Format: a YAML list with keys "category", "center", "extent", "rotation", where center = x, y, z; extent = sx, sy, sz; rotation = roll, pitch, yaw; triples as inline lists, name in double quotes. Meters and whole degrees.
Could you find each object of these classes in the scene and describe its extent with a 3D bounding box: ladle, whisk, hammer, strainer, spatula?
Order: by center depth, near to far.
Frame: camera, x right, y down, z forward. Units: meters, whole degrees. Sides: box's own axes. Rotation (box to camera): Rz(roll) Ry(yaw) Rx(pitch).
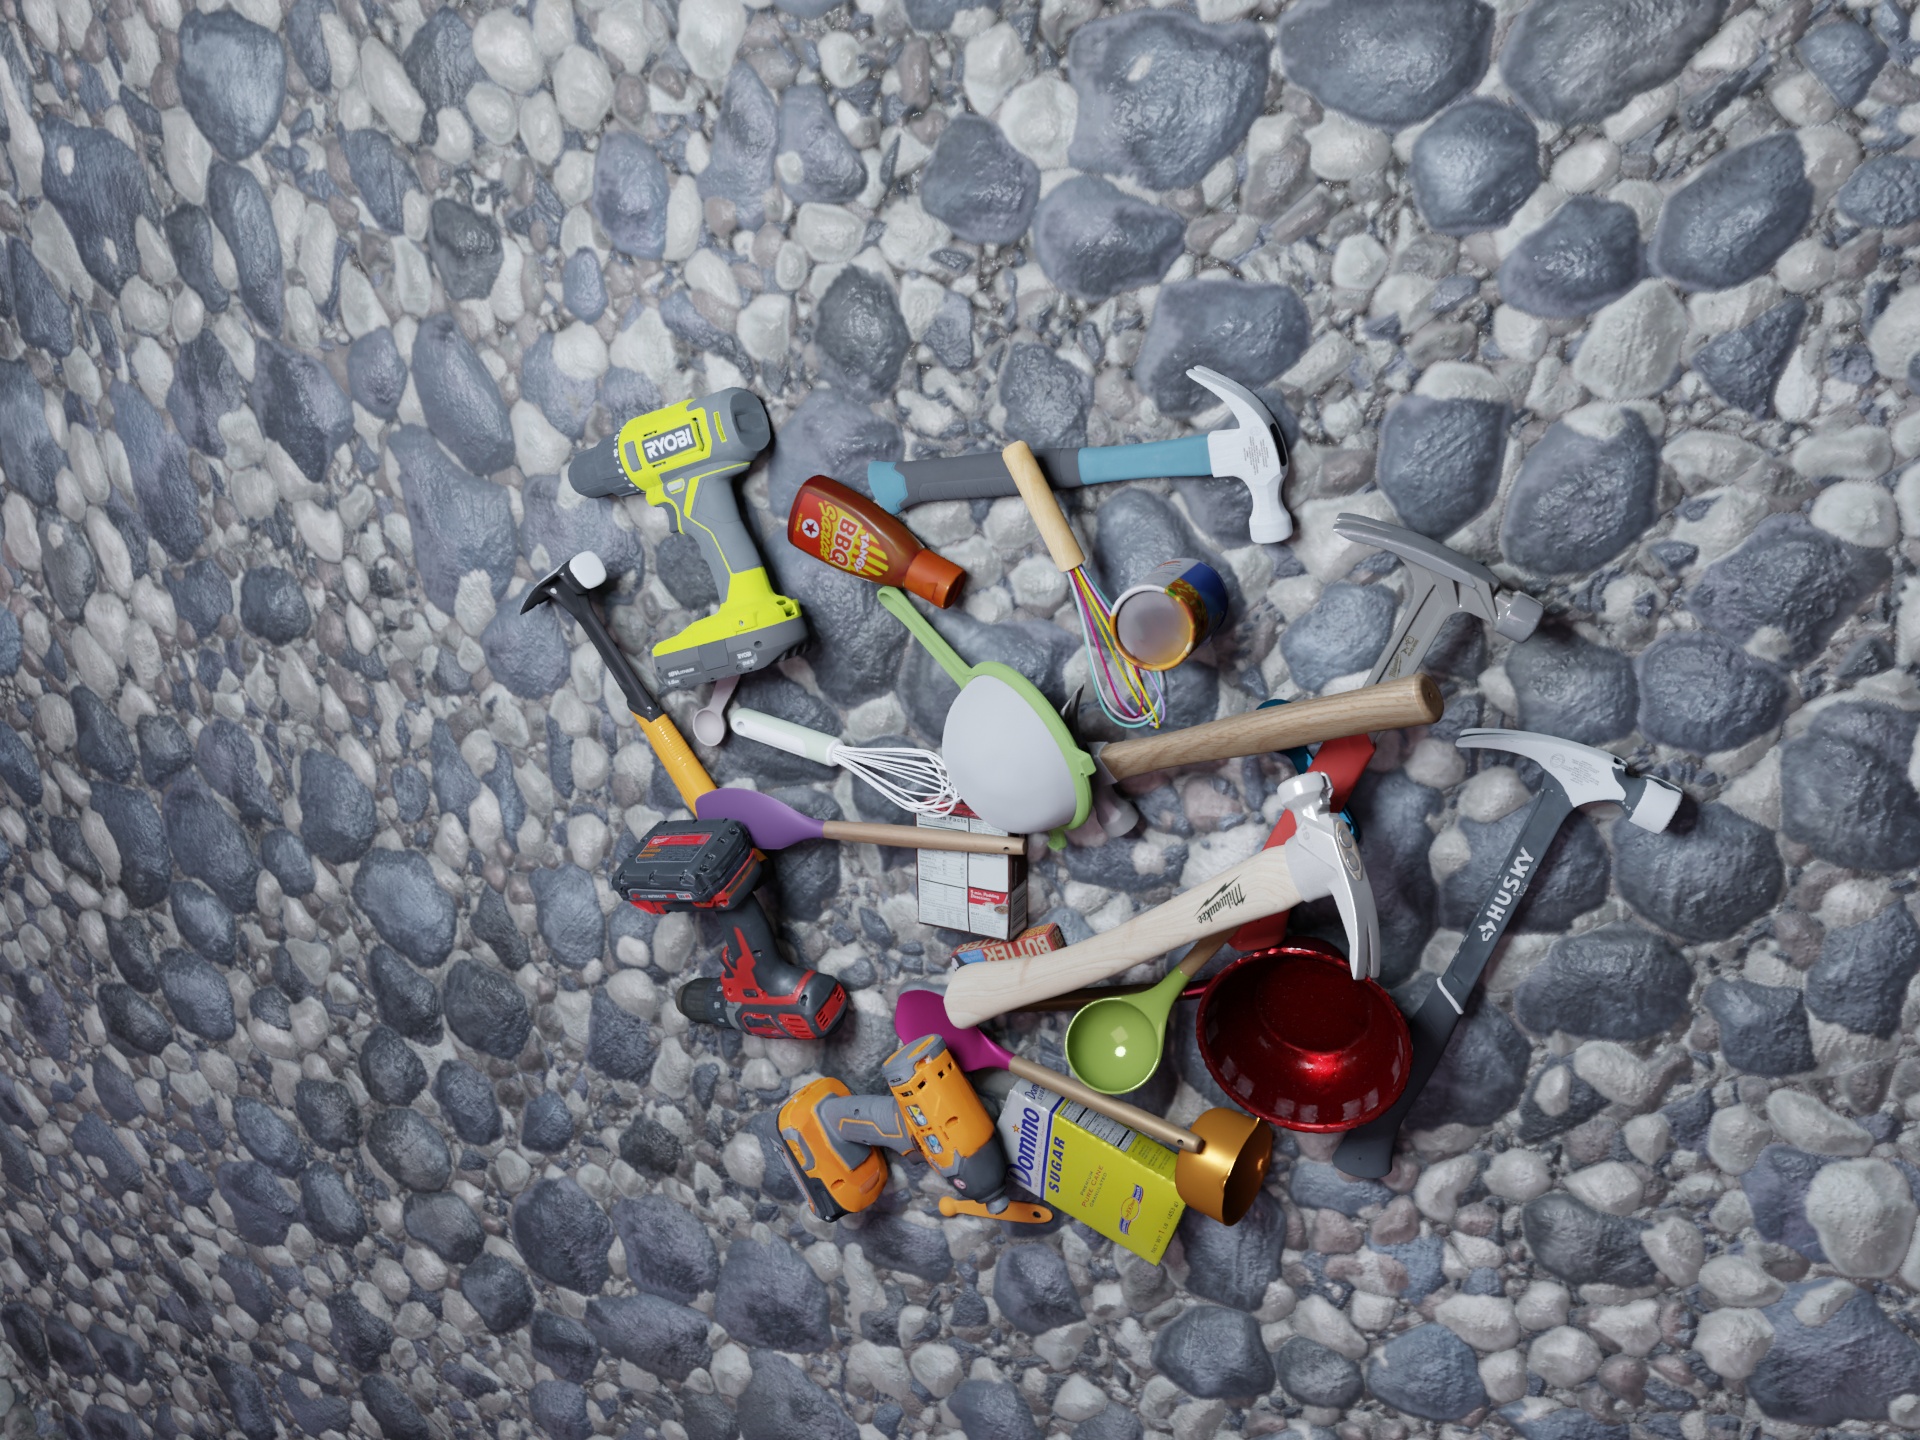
- category: "hammer"
  center: [0.191, 0.011, 1.138]
  extent: [0.331, 0.031, 0.130]
  rotation: [-15, 121, 47]
- category: "hammer"
  center: [0.266, 0.028, 1.155]
  extent: [0.149, 0.037, 0.358]
  rotation: [27, 124, 7]
- category: "hammer"
  center: [0.369, 0.188, 1.187]
  extent: [0.149, 0.036, 0.408]
  rotation: [27, 119, 17]
- category: "hammer"
  center: [0.080, -0.188, 1.193]
  extent: [0.331, 0.033, 0.128]
  rotation: [-1, 109, 27]
- category: "whisk"
  center: [0.092, -0.097, 1.196]
  extent: [0.051, 0.047, 0.245]
  rotation: [-21, 107, 25]
- category: "hammer"
  center: [0.135, 0.179, 1.222]
  extent: [0.410, 0.038, 0.146]
  rotation: [-30, 66, 40]
- category: "ladle"
  center: [0.182, 0.180, 1.223]
  extent: [0.078, 0.062, 0.320]
  rotation: [47, 127, 17]
- category: "strainer"
  center: [-0.002, -0.004, 1.253]
  extent: [0.256, 0.069, 0.151]
  rotation: [49, 157, 19]
- category: "ladle"
  center: [0.163, 0.223, 1.308]
  extent: [0.315, 0.031, 0.069]
  rotation: [-11, 103, 31]
- category: "whisk"
  center: [-0.100, 0.030, 1.344]
  extent: [0.246, 0.059, 0.057]
  rotation: [17, 127, 31]
- category: "spatula"
  center: [-0.091, 0.092, 1.344]
  extent: [0.316, 0.018, 0.059]
  rotation: [4, 116, 25]
- category: "hammer"
  center: [-0.274, 0.011, 1.431]
  extent: [0.127, 0.034, 0.337]
  rotation: [-21, 103, 52]

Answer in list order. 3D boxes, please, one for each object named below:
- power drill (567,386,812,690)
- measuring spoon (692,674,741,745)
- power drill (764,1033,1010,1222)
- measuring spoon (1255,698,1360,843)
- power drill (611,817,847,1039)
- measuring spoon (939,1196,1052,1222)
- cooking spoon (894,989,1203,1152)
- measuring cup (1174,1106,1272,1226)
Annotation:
- category: "power drill"
  center: [-0.228, -0.148, 1.333]
  extent: [0.190, 0.080, 0.228]
  rotation: [-12, 97, 30]
- category: "measuring spoon"
  center: [-0.203, -0.033, 1.405]
  extent: [0.034, 0.018, 0.124]
  rotation: [33, 113, 19]
- category: "power drill"
  center: [-0.059, 0.381, 1.424]
  extent: [0.226, 0.084, 0.164]
  rotation: [-28, 93, 42]
- category: "measuring spoon"
  center: [0.261, 0.042, 1.193]
  extent: [0.042, 0.021, 0.128]
  rotation: [-33, 92, 32]
- category: "power drill"
  center: [-0.222, 0.199, 1.439]
  extent: [0.188, 0.080, 0.226]
  rotation: [-5, 125, 36]
- category: "measuring spoon"
  center: [0.031, 0.453, 1.466]
  extent: [0.117, 0.011, 0.021]
  rotation: [-4, 106, 28]
- category: "cooking spoon"
  center: [0.066, 0.301, 1.350]
  extent: [0.319, 0.017, 0.068]
  rotation: [16, 103, 36]
- category: "measuring cup"
  center: [0.221, 0.319, 1.293]
  extent: [0.052, 0.095, 0.173]
  rotation: [15, 95, 33]
